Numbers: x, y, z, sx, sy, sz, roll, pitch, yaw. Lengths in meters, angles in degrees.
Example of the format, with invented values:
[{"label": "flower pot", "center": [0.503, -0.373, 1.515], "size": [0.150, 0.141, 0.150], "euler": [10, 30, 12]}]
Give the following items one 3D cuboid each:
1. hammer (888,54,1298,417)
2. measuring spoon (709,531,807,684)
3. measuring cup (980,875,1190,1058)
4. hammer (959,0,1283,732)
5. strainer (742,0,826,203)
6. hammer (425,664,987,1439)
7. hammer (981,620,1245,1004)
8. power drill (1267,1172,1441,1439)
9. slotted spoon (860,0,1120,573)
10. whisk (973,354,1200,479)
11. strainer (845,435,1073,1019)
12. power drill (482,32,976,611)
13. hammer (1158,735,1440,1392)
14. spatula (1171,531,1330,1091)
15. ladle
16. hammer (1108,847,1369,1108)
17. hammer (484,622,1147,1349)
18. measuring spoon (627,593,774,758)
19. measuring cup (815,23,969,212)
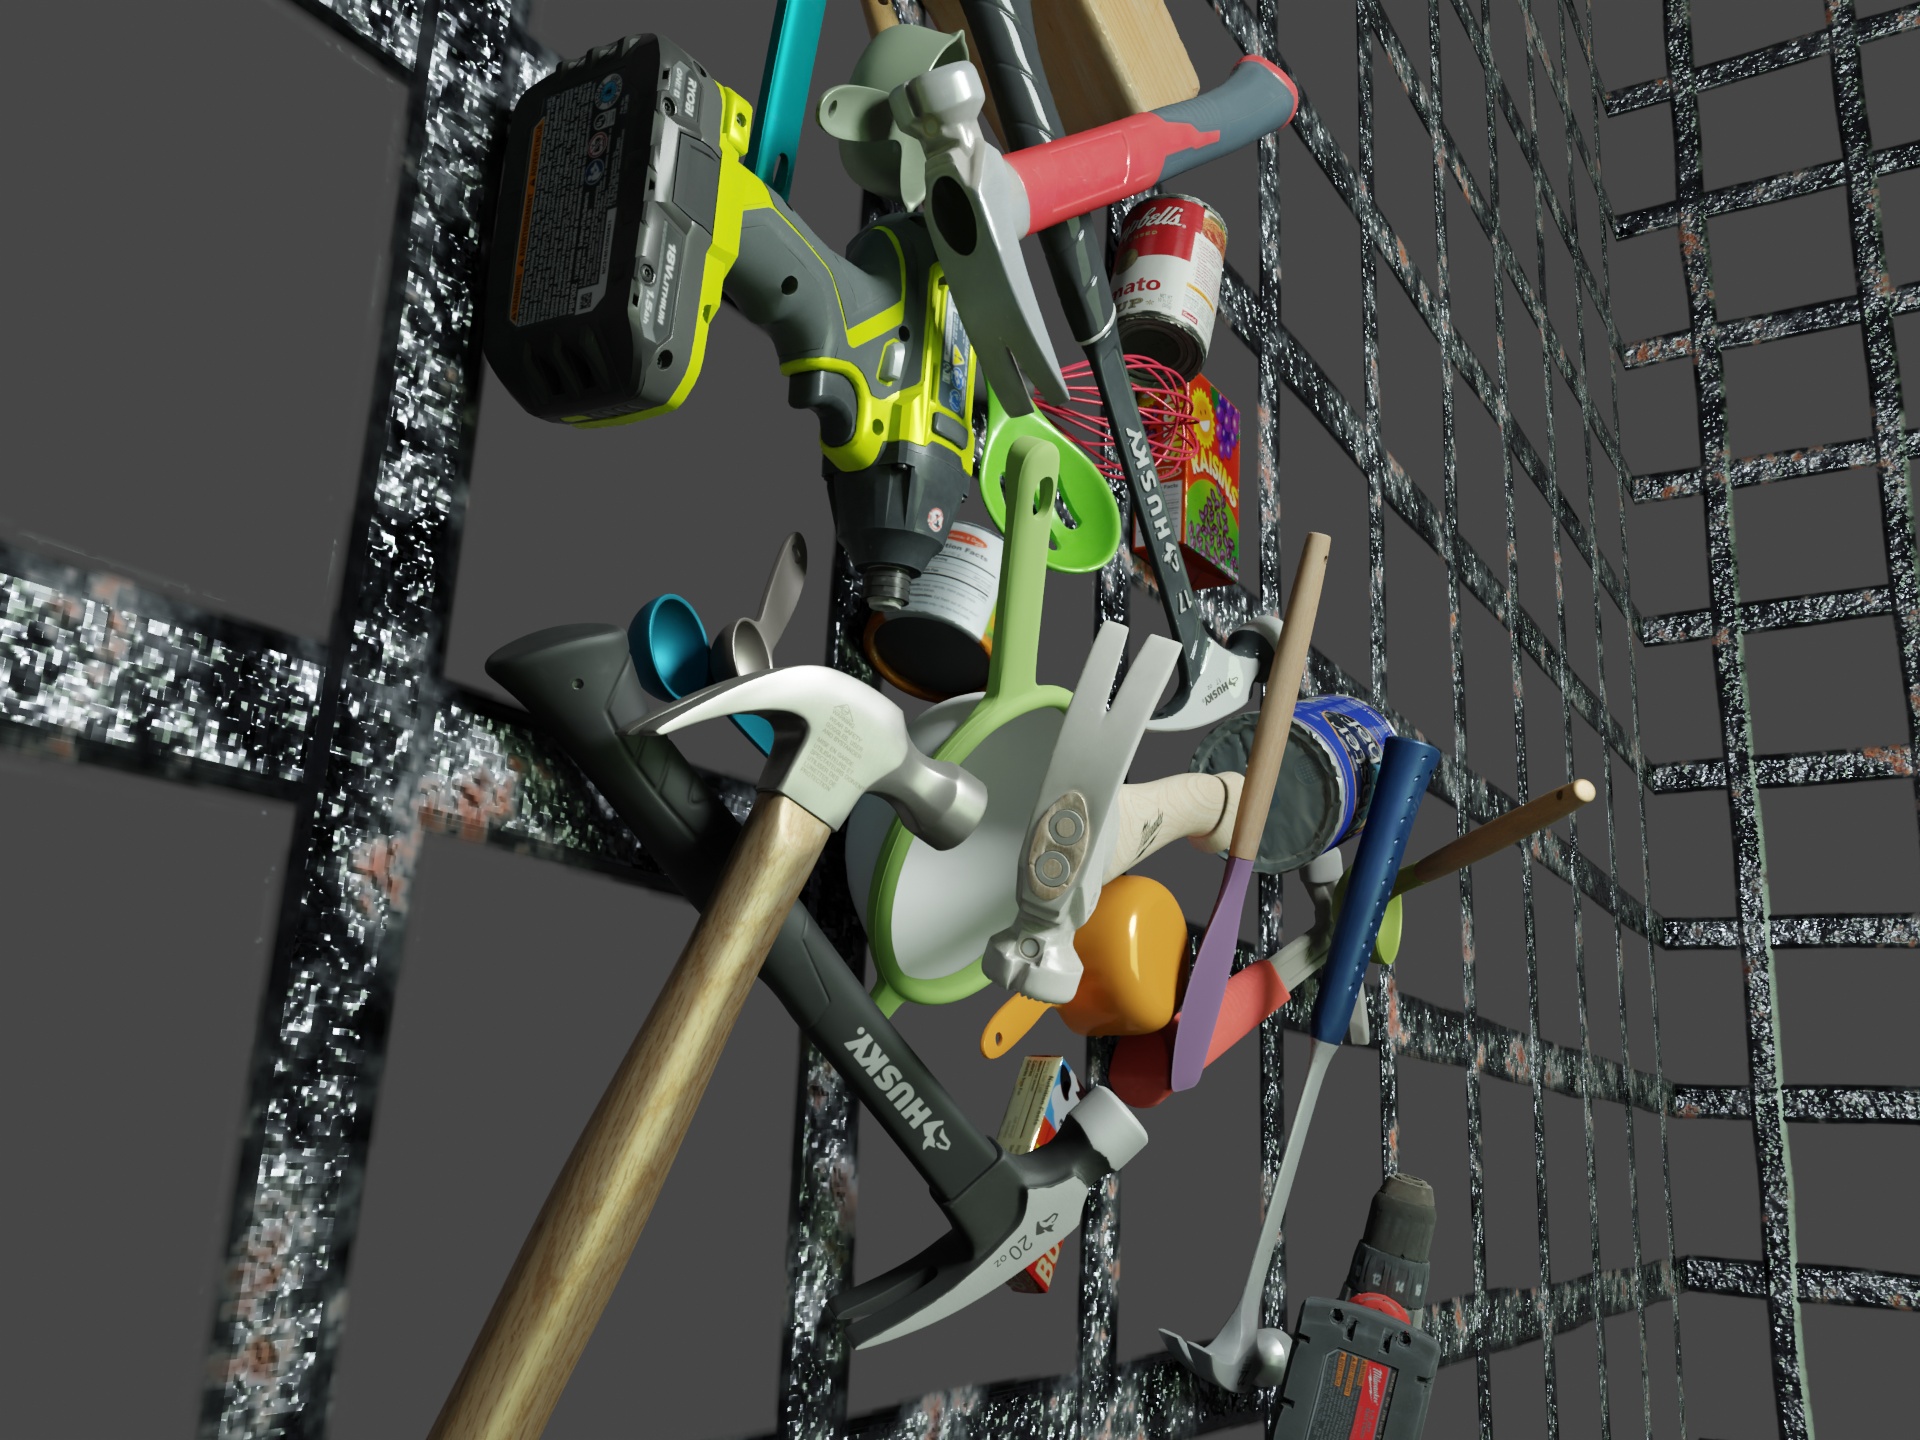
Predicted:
[{"label": "hammer", "center": [0.096, -0.270, 0.797], "size": [0.386, 0.038, 0.143], "euler": [-40, 115, -50]}, {"label": "measuring spoon", "center": [-0.081, -0.045, 0.646], "size": [0.124, 0.018, 0.034], "euler": [-79, 152, -57]}, {"label": "measuring cup", "center": [0.070, 0.137, 0.829], "size": [0.173, 0.052, 0.095], "euler": [-26, 106, -59]}, {"label": "hammer", "center": [0.071, -0.183, 0.817], "size": [0.149, 0.036, 0.408], "euler": [-33, 111, -40]}, {"label": "strainer", "center": [-0.083, -0.388, 0.673], "size": [0.211, 0.095, 0.340], "euler": [-7, 111, -66]}, {"label": "hammer", "center": [-0.104, 0.127, 0.511], "size": [0.130, 0.031, 0.331], "euler": [38, 65, -29]}, {"label": "hammer", "center": [0.105, 0.037, 0.787], "size": [0.410, 0.038, 0.146], "euler": [1, 107, -72]}, {"label": "power drill", "center": [0.257, 0.387, 0.995], "size": [0.226, 0.080, 0.188], "euler": [27, 77, -70]}, {"label": "slotted spoon", "center": [0.005, -0.214, 0.768], "size": [0.070, 0.031, 0.314], "euler": [-15, 84, -29]}, {"label": "whisk", "center": [0.041, -0.173, 0.847], "size": [0.295, 0.073, 0.073], "euler": [-1, 85, -51]}, {"label": "strainer", "center": [-0.001, -0.002, 0.677], "size": [0.151, 0.069, 0.256], "euler": [-24, 129, -44]}, {"label": "power drill", "center": [-0.071, -0.148, 0.628], "size": [0.223, 0.080, 0.171], "euler": [19, 73, -54]}, {"label": "hammer", "center": [0.217, 0.205, 0.964], "size": [0.144, 0.035, 0.405], "euler": [27, 79, -52]}, {"label": "spatula", "center": [0.159, 0.051, 0.874], "size": [0.059, 0.018, 0.316], "euler": [15, 89, -60]}, {"label": "ladle", "center": [0.313, 0.091, 0.994], "size": [0.320, 0.062, 0.078], "euler": [120, -20, -68]}, {"label": "hammer", "center": [0.190, 0.187, 1.029], "size": [0.359, 0.037, 0.149], "euler": [-14, 96, -58]}, {"label": "hammer", "center": [-0.063, 0.099, 0.603], "size": [0.146, 0.035, 0.334], "euler": [-39, 114, -10]}, {"label": "measuring spoon", "center": [-0.097, -0.005, 0.633], "size": [0.128, 0.021, 0.042], "euler": [51, 35, -54]}, {"label": "measuring cup", "center": [-0.041, -0.263, 0.682], "size": [0.167, 0.038, 0.083], "euler": [-44, 155, -65]}]
